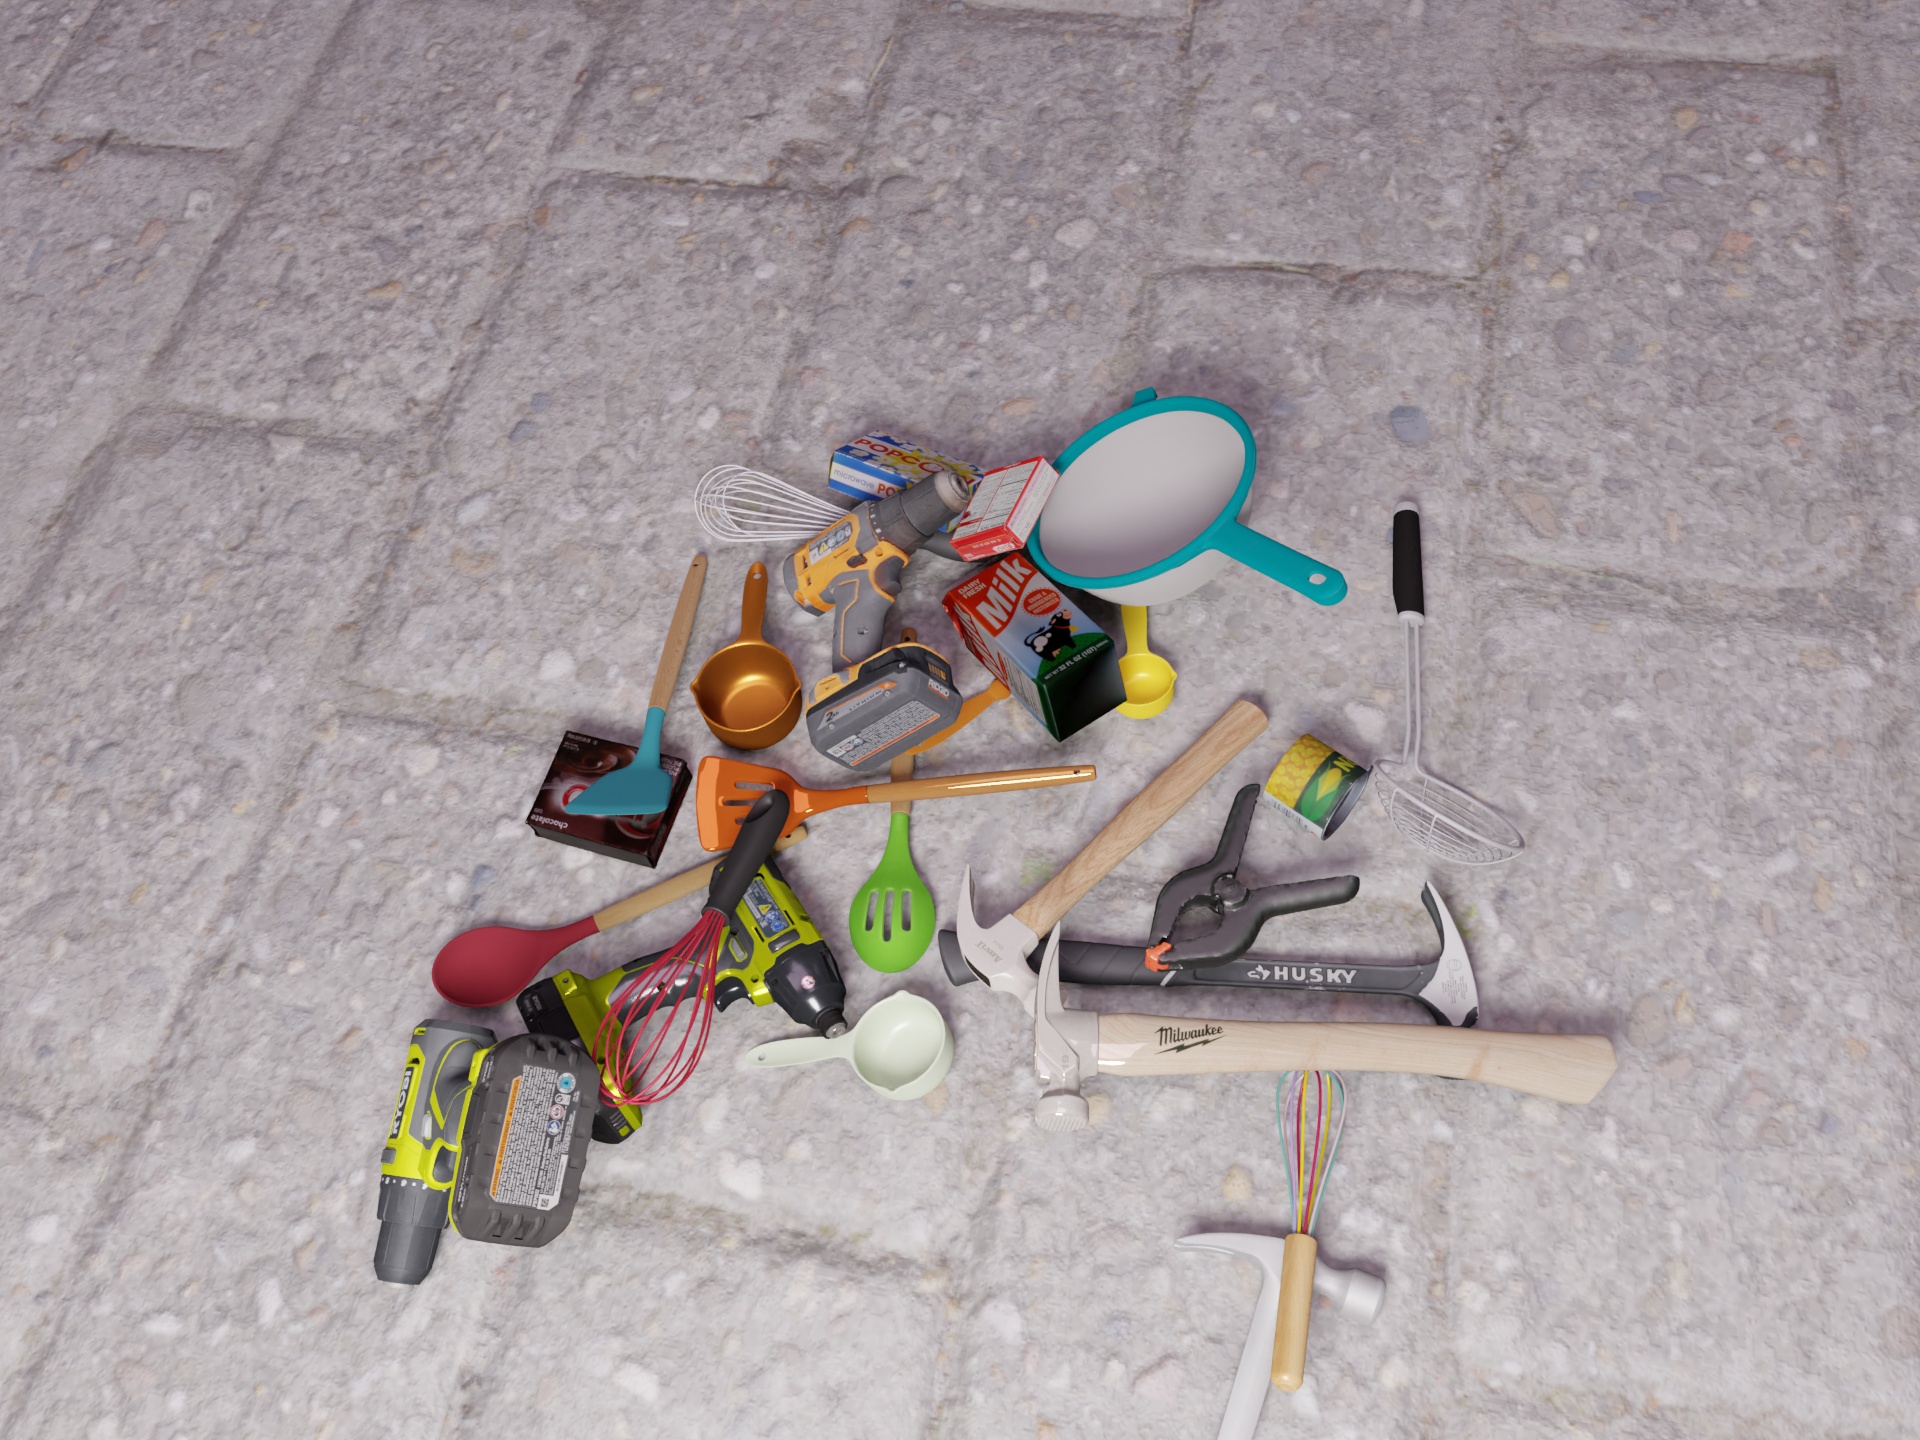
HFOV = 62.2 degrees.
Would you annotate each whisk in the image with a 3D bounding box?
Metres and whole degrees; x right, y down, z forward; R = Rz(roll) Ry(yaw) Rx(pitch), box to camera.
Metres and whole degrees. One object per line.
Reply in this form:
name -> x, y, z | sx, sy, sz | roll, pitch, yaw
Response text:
whisk -> -0.104, -0.176, 1.439 | 0.284, 0.070, 0.070 | 11, 63, 6
whisk -> -0.188, 0.161, 1.176 | 0.073, 0.073, 0.296 | 13, 48, 12
whisk -> 0.235, 0.337, 1.099 | 0.051, 0.047, 0.245 | 11, 50, 8

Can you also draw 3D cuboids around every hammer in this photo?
hammer -> 0.184, 0.186, 1.219 | 0.409, 0.036, 0.149 | 2, 60, 7
hammer -> 0.126, 0.090, 1.259 | 0.130, 0.031, 0.331 | 35, 62, 30
hammer -> 0.151, 0.532, 1.031 | 0.144, 0.035, 0.406 | 18, 65, 14
hammer -> 0.257, 0.223, 1.132 | 0.410, 0.038, 0.146 | 3, 59, -2

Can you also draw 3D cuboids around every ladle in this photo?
ladle -> -0.271, 0.152, 1.288 | 0.315, 0.031, 0.069 | -23, 64, -9

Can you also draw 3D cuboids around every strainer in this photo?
strainer -> 0.204, -0.146, 1.326 | 0.211, 0.095, 0.341 | -46, 44, -7

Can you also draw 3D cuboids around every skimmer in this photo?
skimmer -> 0.390, -0.045, 1.296 | 0.127, 0.090, 0.364 | 20, 57, -20

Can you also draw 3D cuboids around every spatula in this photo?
spatula -> -0.253, -0.034, 1.348 | 0.082, 0.044, 0.318 | -1, 49, 9
spatula -> -0.052, 0.056, 1.279 | 0.322, 0.041, 0.081 | -6, 73, 9

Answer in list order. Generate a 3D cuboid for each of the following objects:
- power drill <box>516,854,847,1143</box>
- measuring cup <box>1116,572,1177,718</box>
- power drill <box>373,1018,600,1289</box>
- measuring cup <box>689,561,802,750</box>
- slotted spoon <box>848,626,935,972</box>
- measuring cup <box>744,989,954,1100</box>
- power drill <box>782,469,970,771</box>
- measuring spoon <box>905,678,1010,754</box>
power drill -> -0.206, 0.215, 1.212 | 0.223, 0.080, 0.171 | -29, 55, -13
measuring cup -> 0.153, -0.064, 1.371 | 0.062, 0.029, 0.157 | -6, 49, 8
power drill -> -0.347, 0.307, 1.120 | 0.080, 0.228, 0.191 | 21, 67, -33
measuring cup -> -0.178, -0.054, 1.378 | 0.095, 0.052, 0.174 | -2, 59, 5
slotted spoon -> -0.051, 0.056, 1.319 | 0.070, 0.031, 0.314 | -2, 60, 8
measuring cup -> -0.083, 0.256, 1.213 | 0.167, 0.038, 0.083 | -10, 52, 20
power drill -> -0.058, -0.093, 1.329 | 0.185, 0.084, 0.226 | -30, 52, 26
measuring spoon -> -0.002, -0.004, 1.343 | 0.117, 0.011, 0.021 | -33, 70, -25
